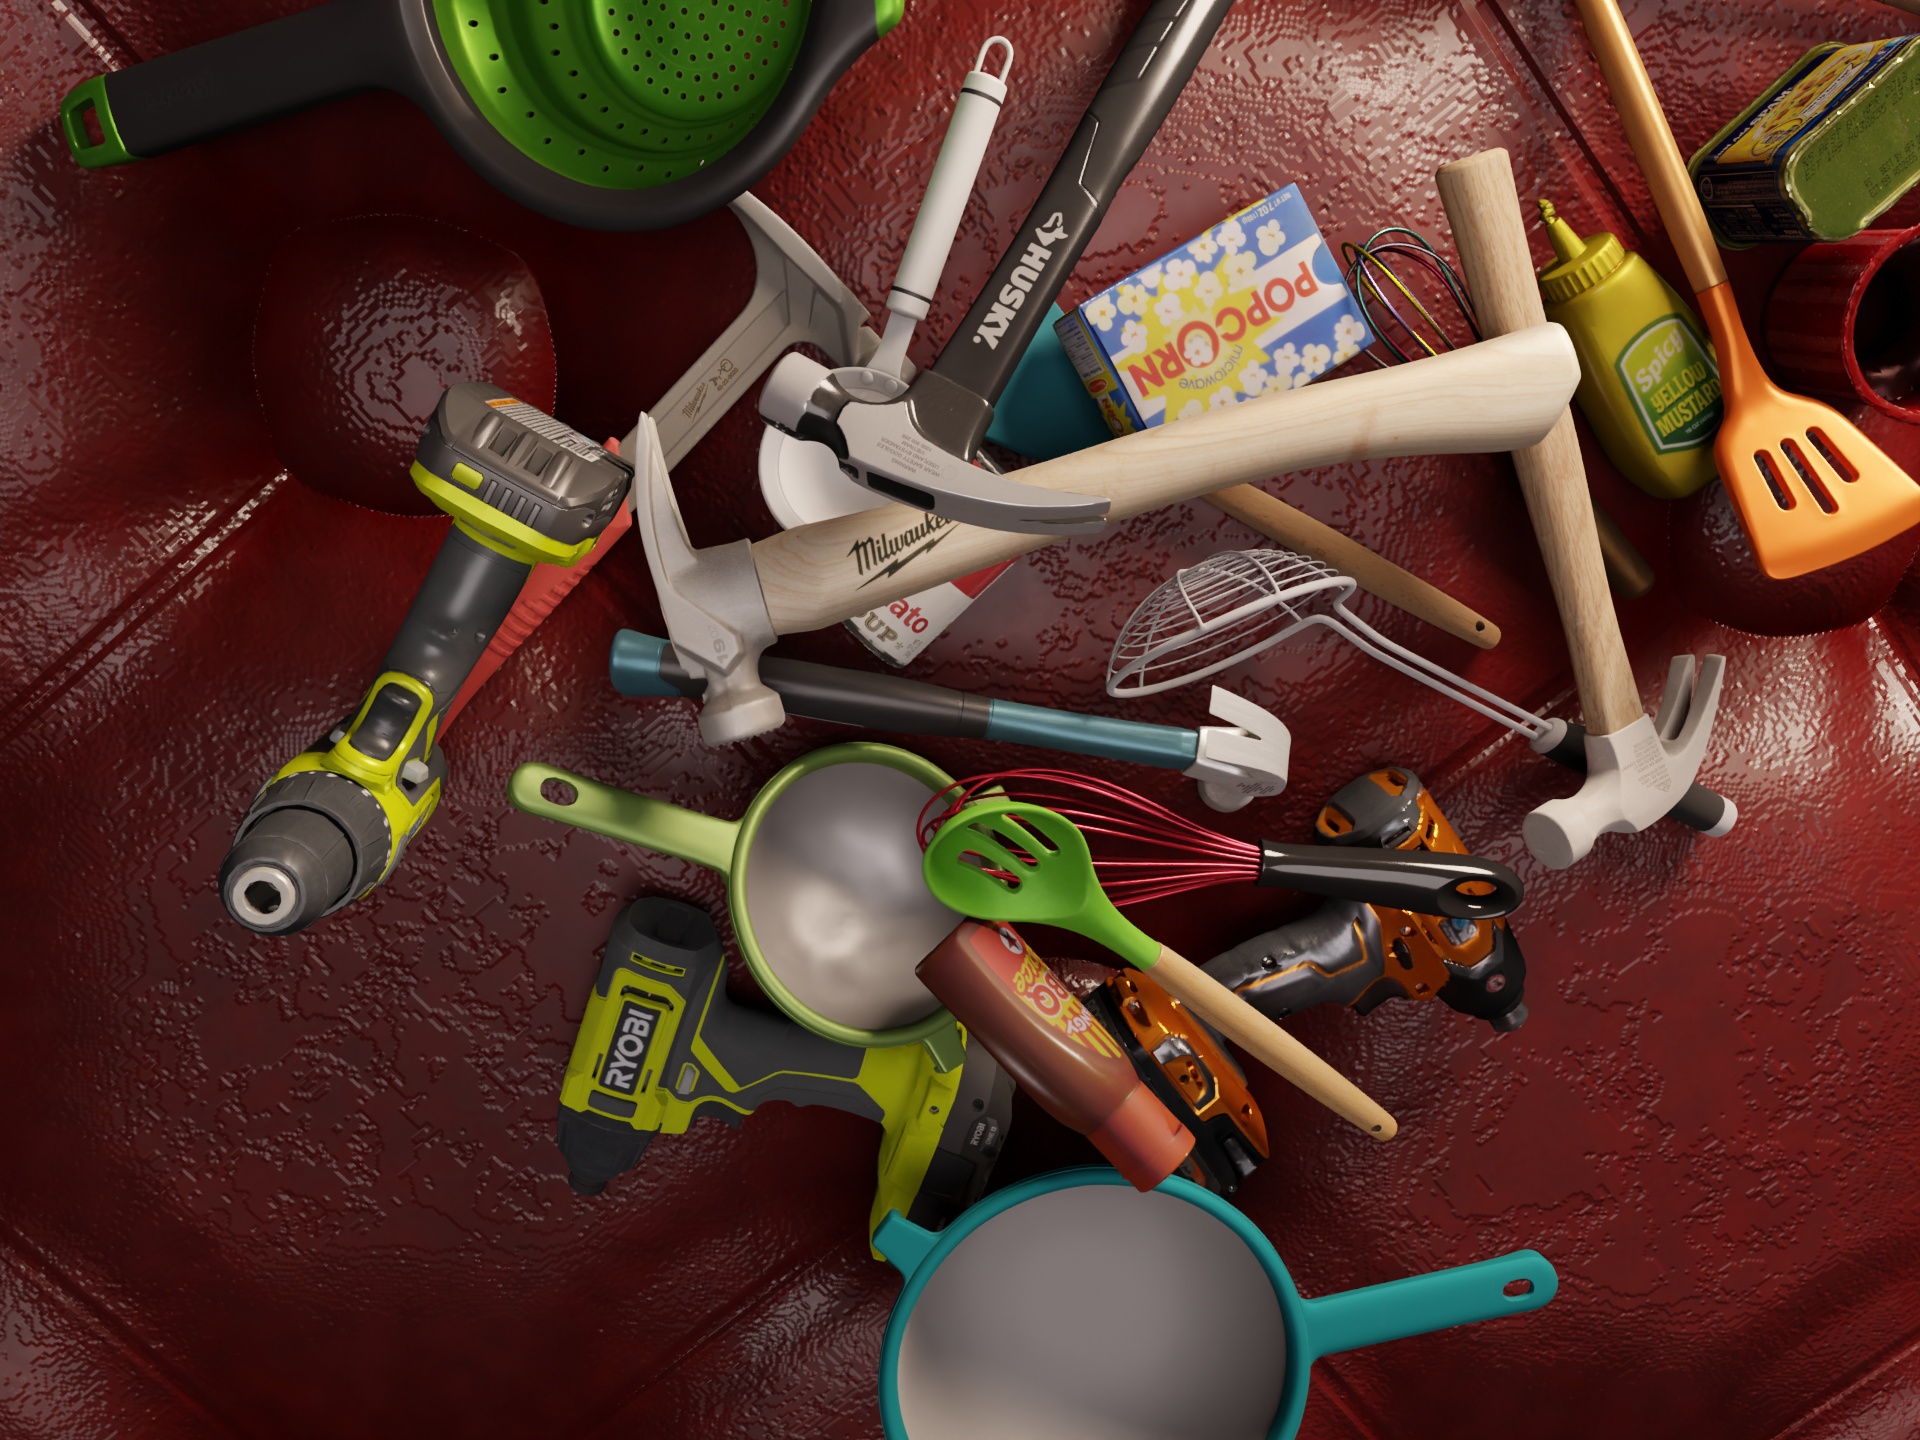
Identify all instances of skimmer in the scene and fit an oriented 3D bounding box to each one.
[{"bbox_3d":[0.245,0.009,0.801,0.363,0.127,0.090,24,62,-15],"label":"skimmer"}]

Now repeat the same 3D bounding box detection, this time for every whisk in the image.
[{"bbox_3d":[0.125,0.067,0.773,0.296,0.073,0.073,6,106,1],"label":"whisk"},{"bbox_3d":[0.267,-0.148,0.784,0.244,0.047,0.051,42,71,-19],"label":"whisk"}]

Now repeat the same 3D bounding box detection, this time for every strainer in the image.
[{"bbox_3d":[-0.025,-0.180,0.718,0.087,0.050,0.258,22,99,9],"label":"strainer"},{"bbox_3d":[-0.101,0.074,0.783,0.256,0.069,0.152,20,67,-21],"label":"strainer"},{"bbox_3d":[0.125,0.300,0.813,0.340,0.095,0.211,-10,98,-5],"label":"strainer"}]

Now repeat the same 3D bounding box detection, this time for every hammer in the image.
[{"bbox_3d":[0.286,-0.104,0.756,0.130,0.031,0.331,-25,104,-23],"label":"hammer"},{"bbox_3d":[-0.196,-0.095,0.768,0.359,0.037,0.149,-44,104,9],"label":"hammer"},{"bbox_3d":[0.060,-0.231,0.678,0.146,0.035,0.335,28,78,6],"label":"hammer"},{"bbox_3d":[0.065,-0.113,0.695,0.410,0.038,0.146,-16,97,-1],"label":"hammer"},{"bbox_3d":[-0.001,-0.002,0.766,0.331,0.128,0.033,9,76,-5],"label":"hammer"}]

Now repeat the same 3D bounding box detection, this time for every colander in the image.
[{"bbox_3d":[-0.205,-0.299,0.690,0.397,0.094,0.204,-8,103,17],"label":"colander"}]

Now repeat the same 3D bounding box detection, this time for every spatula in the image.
[{"bbox_3d":[0.141,-0.109,0.783,0.317,0.044,0.082,26,82,-12],"label":"spatula"},{"bbox_3d":[0.339,-0.223,0.728,0.081,0.041,0.322,-24,92,4],"label":"spatula"}]

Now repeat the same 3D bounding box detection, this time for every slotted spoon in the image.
[{"bbox_3d":[0.106,0.127,0.762,0.313,0.031,0.070,37,114,-23],"label":"slotted spoon"}]

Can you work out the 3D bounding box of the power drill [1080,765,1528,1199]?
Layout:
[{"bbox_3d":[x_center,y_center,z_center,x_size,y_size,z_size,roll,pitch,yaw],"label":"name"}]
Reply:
[{"bbox_3d":[0.189,0.152,0.847,0.226,0.084,0.164,-37,106,3],"label":"power drill"}]

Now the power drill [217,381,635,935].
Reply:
[{"bbox_3d":[-0.229,-0.023,0.672,0.080,0.191,0.228,29,97,-12],"label":"power drill"}]

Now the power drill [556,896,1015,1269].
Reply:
[{"bbox_3d":[-0.097,0.204,0.845,0.223,0.080,0.171,19,109,-6],"label":"power drill"}]

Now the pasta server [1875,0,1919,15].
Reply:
[{"bbox_3d":[0.350,-0.367,0.721,0.316,0.060,0.040,11,87,-13],"label":"pasta server"}]
